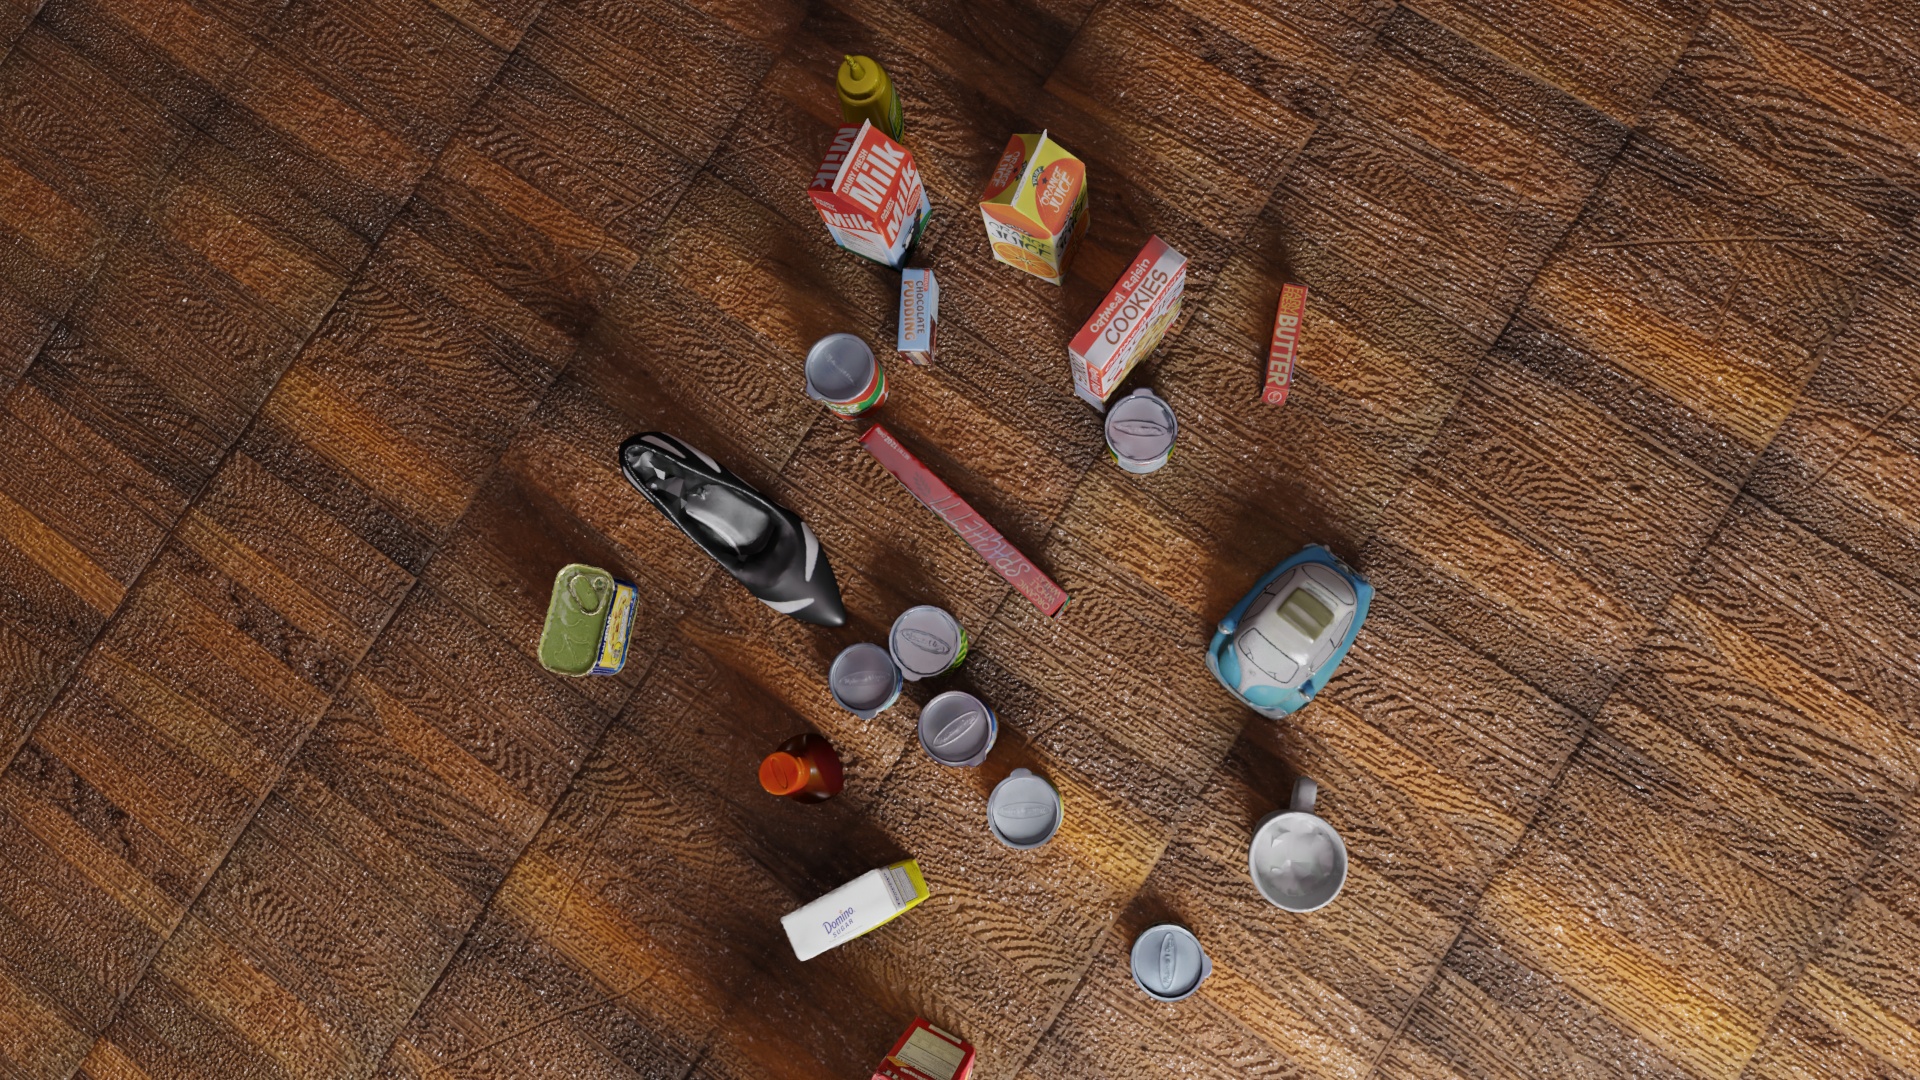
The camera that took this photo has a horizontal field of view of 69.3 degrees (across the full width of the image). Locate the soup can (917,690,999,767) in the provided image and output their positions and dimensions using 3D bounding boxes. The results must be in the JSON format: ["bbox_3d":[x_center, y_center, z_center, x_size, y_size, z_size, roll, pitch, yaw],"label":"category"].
[{"bbox_3d":[0.001,0.173,1.257,0.071,0.083,0.071,-1,82,7],"label":"soup can"}]

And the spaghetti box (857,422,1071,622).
[{"bbox_3d":[0.005,-0.016,1.301,0.250,0.050,0.028,42,89,10],"label":"spaghetti box"}]

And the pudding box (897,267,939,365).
[{"bbox_3d":[-0.040,-0.215,1.335,0.030,0.049,0.084,2,82,7],"label":"pudding box"}]

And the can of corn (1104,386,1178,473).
[{"bbox_3d":[0.168,-0.101,1.290,0.071,0.058,0.071,-1,82,7],"label":"can of corn"}]

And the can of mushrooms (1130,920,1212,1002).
[{"bbox_3d":[0.186,0.373,1.232,0.071,0.033,0.071,-1,82,7],"label":"can of mushrooms"}]

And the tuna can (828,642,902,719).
[{"bbox_3d":[-0.088,0.132,1.300,0.071,0.033,0.071,-1,82,7],"label":"tuna can"}]

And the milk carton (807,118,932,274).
[{"bbox_3d":[-0.084,-0.320,1.284,0.073,0.190,0.072,25,86,9],"label":"milk carton"}]

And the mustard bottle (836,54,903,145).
[{"bbox_3d":[-0.087,-0.417,1.314,0.049,0.160,0.065,1,83,7],"label":"mustard bottle"}]

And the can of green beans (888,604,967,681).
[{"bbox_3d":[-0.029,0.095,1.285,0.071,0.058,0.071,-1,82,7],"label":"can of green beans"}]

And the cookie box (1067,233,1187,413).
[{"bbox_3d":[0.149,-0.191,1.250,0.040,0.167,0.123,37,88,10],"label":"cookie box"}]

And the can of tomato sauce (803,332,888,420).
[{"bbox_3d":[-0.108,-0.152,1.318,0.071,0.083,0.071,-1,82,7],"label":"can of tomato sauce"}]

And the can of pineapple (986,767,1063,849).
[{"bbox_3d":[0.060,0.241,1.254,0.071,0.058,0.071,-1,82,7],"label":"can of pineapple"}]

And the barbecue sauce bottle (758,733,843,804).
[{"bbox_3d":[-0.143,0.204,1.237,0.043,0.148,0.065,-26,80,3],"label":"barbecue sauce bottle"}]

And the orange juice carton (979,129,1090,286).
[{"bbox_3d":[0.069,-0.304,1.263,0.073,0.192,0.072,25,86,10],"label":"orange juice carton"}]

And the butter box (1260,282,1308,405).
[{"bbox_3d":[0.300,-0.182,1.288,0.024,0.053,0.103,11,83,8],"label":"butter box"}]
